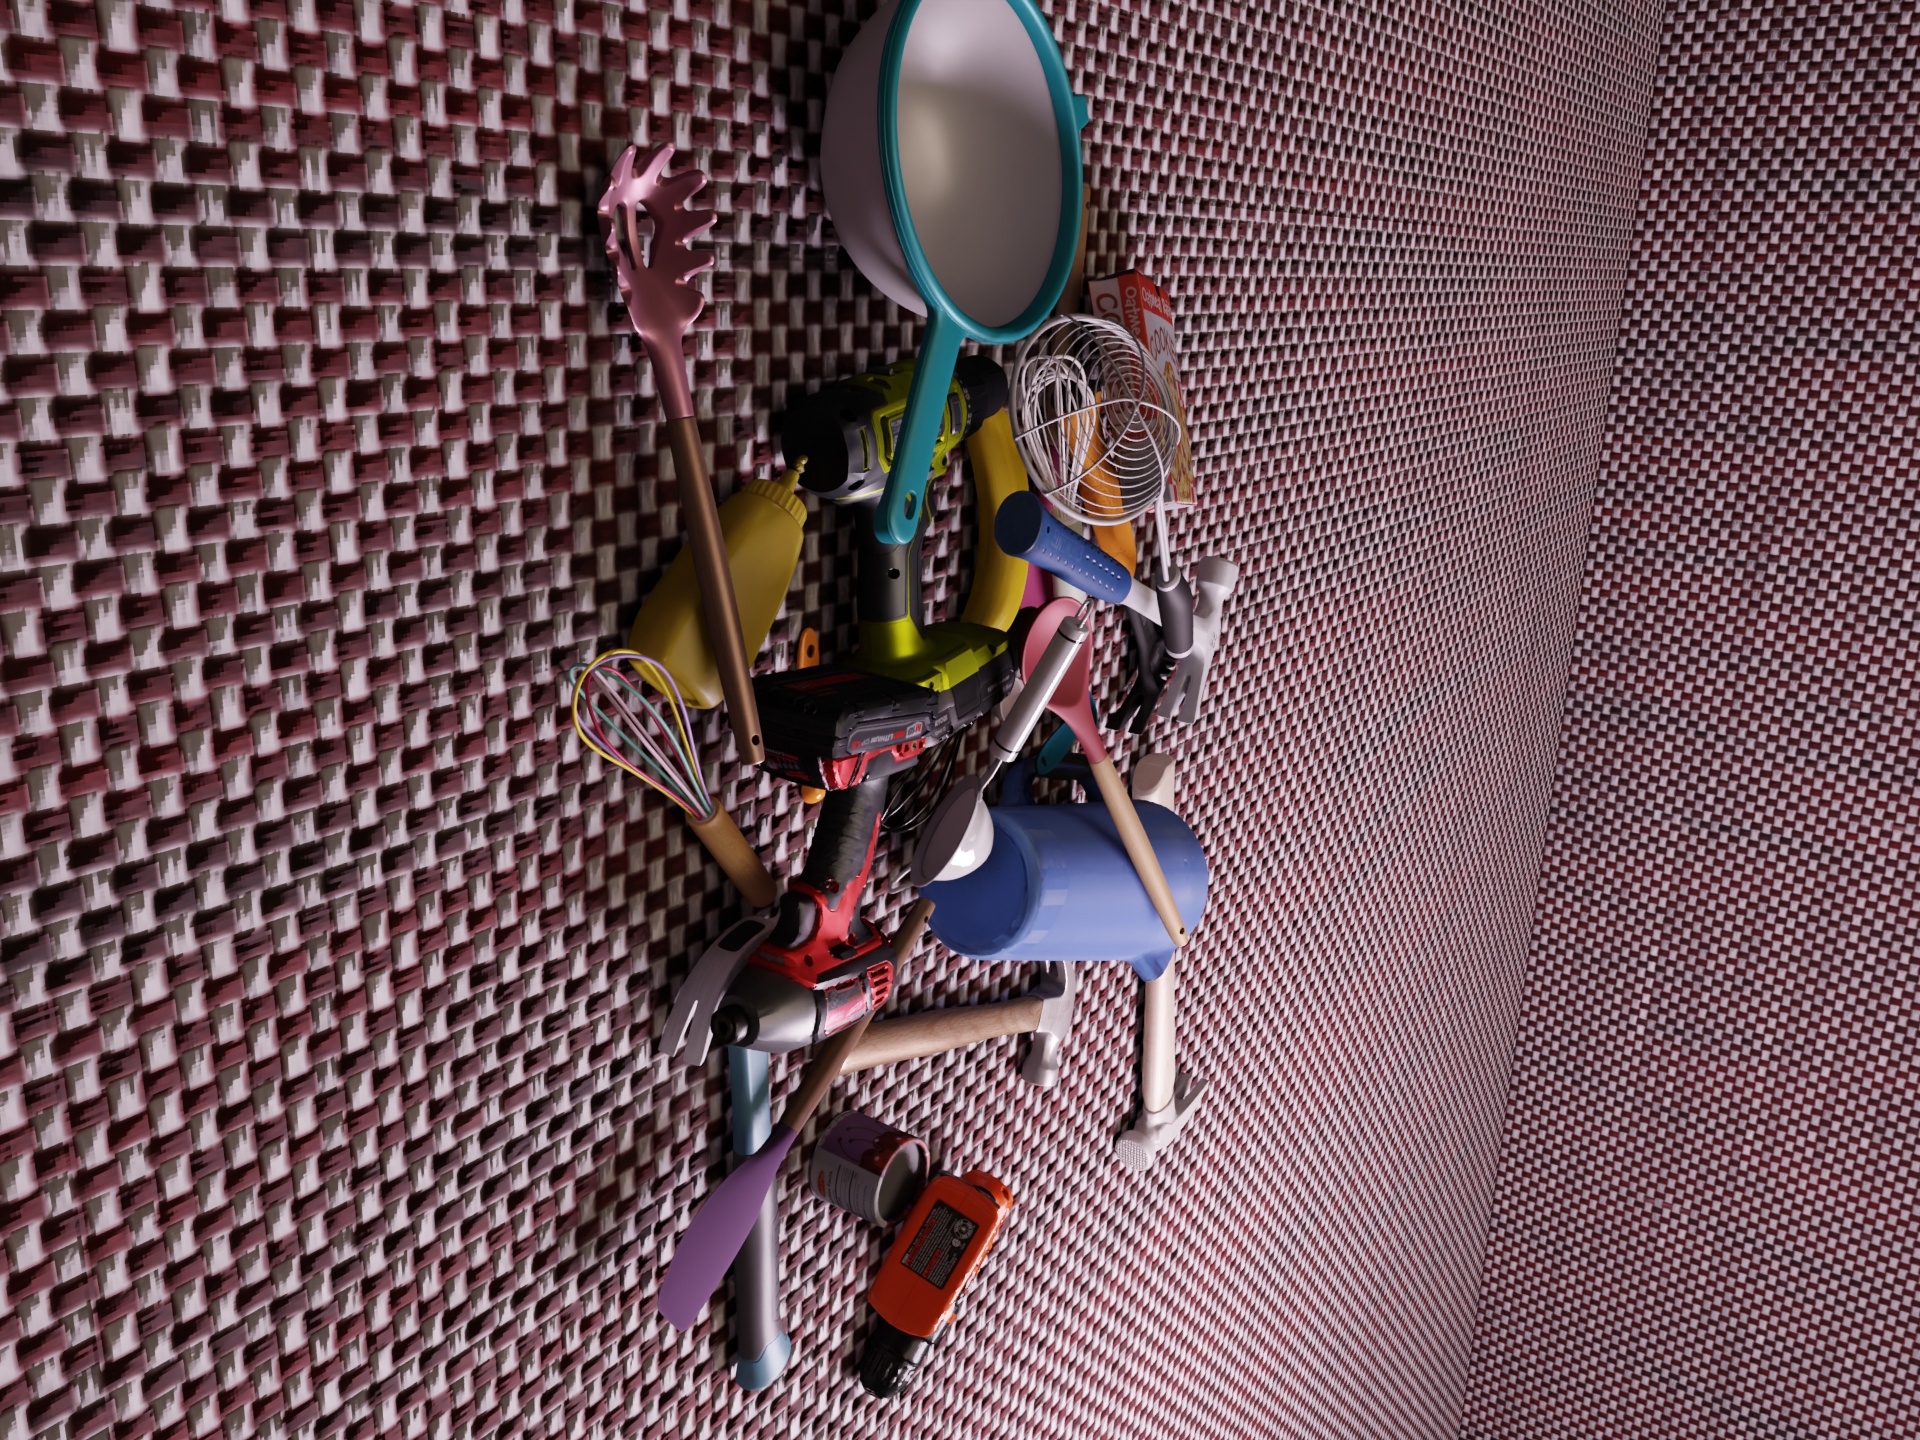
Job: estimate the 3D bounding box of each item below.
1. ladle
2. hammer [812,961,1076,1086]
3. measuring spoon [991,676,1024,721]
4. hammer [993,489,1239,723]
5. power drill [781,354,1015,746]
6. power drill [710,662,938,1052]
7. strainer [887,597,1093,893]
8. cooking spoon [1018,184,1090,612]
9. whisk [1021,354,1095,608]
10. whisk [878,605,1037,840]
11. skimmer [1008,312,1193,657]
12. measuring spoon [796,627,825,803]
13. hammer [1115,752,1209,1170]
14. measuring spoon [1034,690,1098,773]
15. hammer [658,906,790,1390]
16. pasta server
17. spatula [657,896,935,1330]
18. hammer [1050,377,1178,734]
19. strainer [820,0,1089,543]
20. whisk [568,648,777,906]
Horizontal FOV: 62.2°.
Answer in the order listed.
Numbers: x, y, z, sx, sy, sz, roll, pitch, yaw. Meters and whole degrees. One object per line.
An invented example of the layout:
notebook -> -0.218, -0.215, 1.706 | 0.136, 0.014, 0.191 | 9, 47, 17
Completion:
ladle -> 0.108, 0.045, 1.133 | 0.069, 0.031, 0.315 | -40, 122, -24
hammer -> -0.001, 0.231, 1.208 | 0.331, 0.031, 0.130 | 7, 95, -58
measuring spoon -> 0.051, -0.038, 1.219 | 0.124, 0.018, 0.034 | -47, 137, -49
hammer -> 0.123, -0.092, 1.186 | 0.405, 0.035, 0.144 | 17, 87, -63
power drill -> -0.024, -0.116, 1.013 | 0.190, 0.080, 0.228 | -33, 125, -49
power drill -> -0.086, 0.085, 0.925 | 0.143, 0.079, 0.219 | -14, 115, -57
strainer -> 0.028, 0.026, 1.058 | 0.258, 0.050, 0.087 | -61, -166, 26
cooking spoon -> 0.070, -0.229, 1.173 | 0.068, 0.017, 0.319 | -10, 109, -56
whisk -> 0.074, -0.155, 1.147 | 0.058, 0.059, 0.246 | -40, 142, -30
whisk -> -0.003, -0.004, 1.110 | 0.239, 0.055, 0.055 | -54, 141, -36
skimmer -> 0.107, -0.132, 1.069 | 0.363, 0.090, 0.127 | 63, 43, -65
measuring spoon -> -0.092, -0.002, 1.003 | 0.021, 0.011, 0.117 | -25, 121, -52
hammer -> 0.192, 0.219, 1.503 | 0.146, 0.038, 0.410 | -34, 127, -50
measuring spoon -> 0.076, 0.011, 1.244 | 0.129, 0.021, 0.042 | -47, 118, -55
hammer -> -0.132, 0.283, 1.020 | 0.128, 0.033, 0.331 | -26, 122, -52
pasta server -> -0.135, -0.129, 0.817 | 0.060, 0.040, 0.316 | -19, 105, -38
spatula -> -0.098, 0.237, 1.011 | 0.316, 0.018, 0.059 | -56, 143, -31
hammer -> 0.121, -0.130, 1.249 | 0.127, 0.034, 0.336 | -62, 149, -27
strainer -> -0.031, -0.264, 0.915 | 0.210, 0.095, 0.340 | 28, 72, -56
whisk -> -0.157, 0.041, 0.892 | 0.244, 0.051, 0.047 | 66, 31, -51
